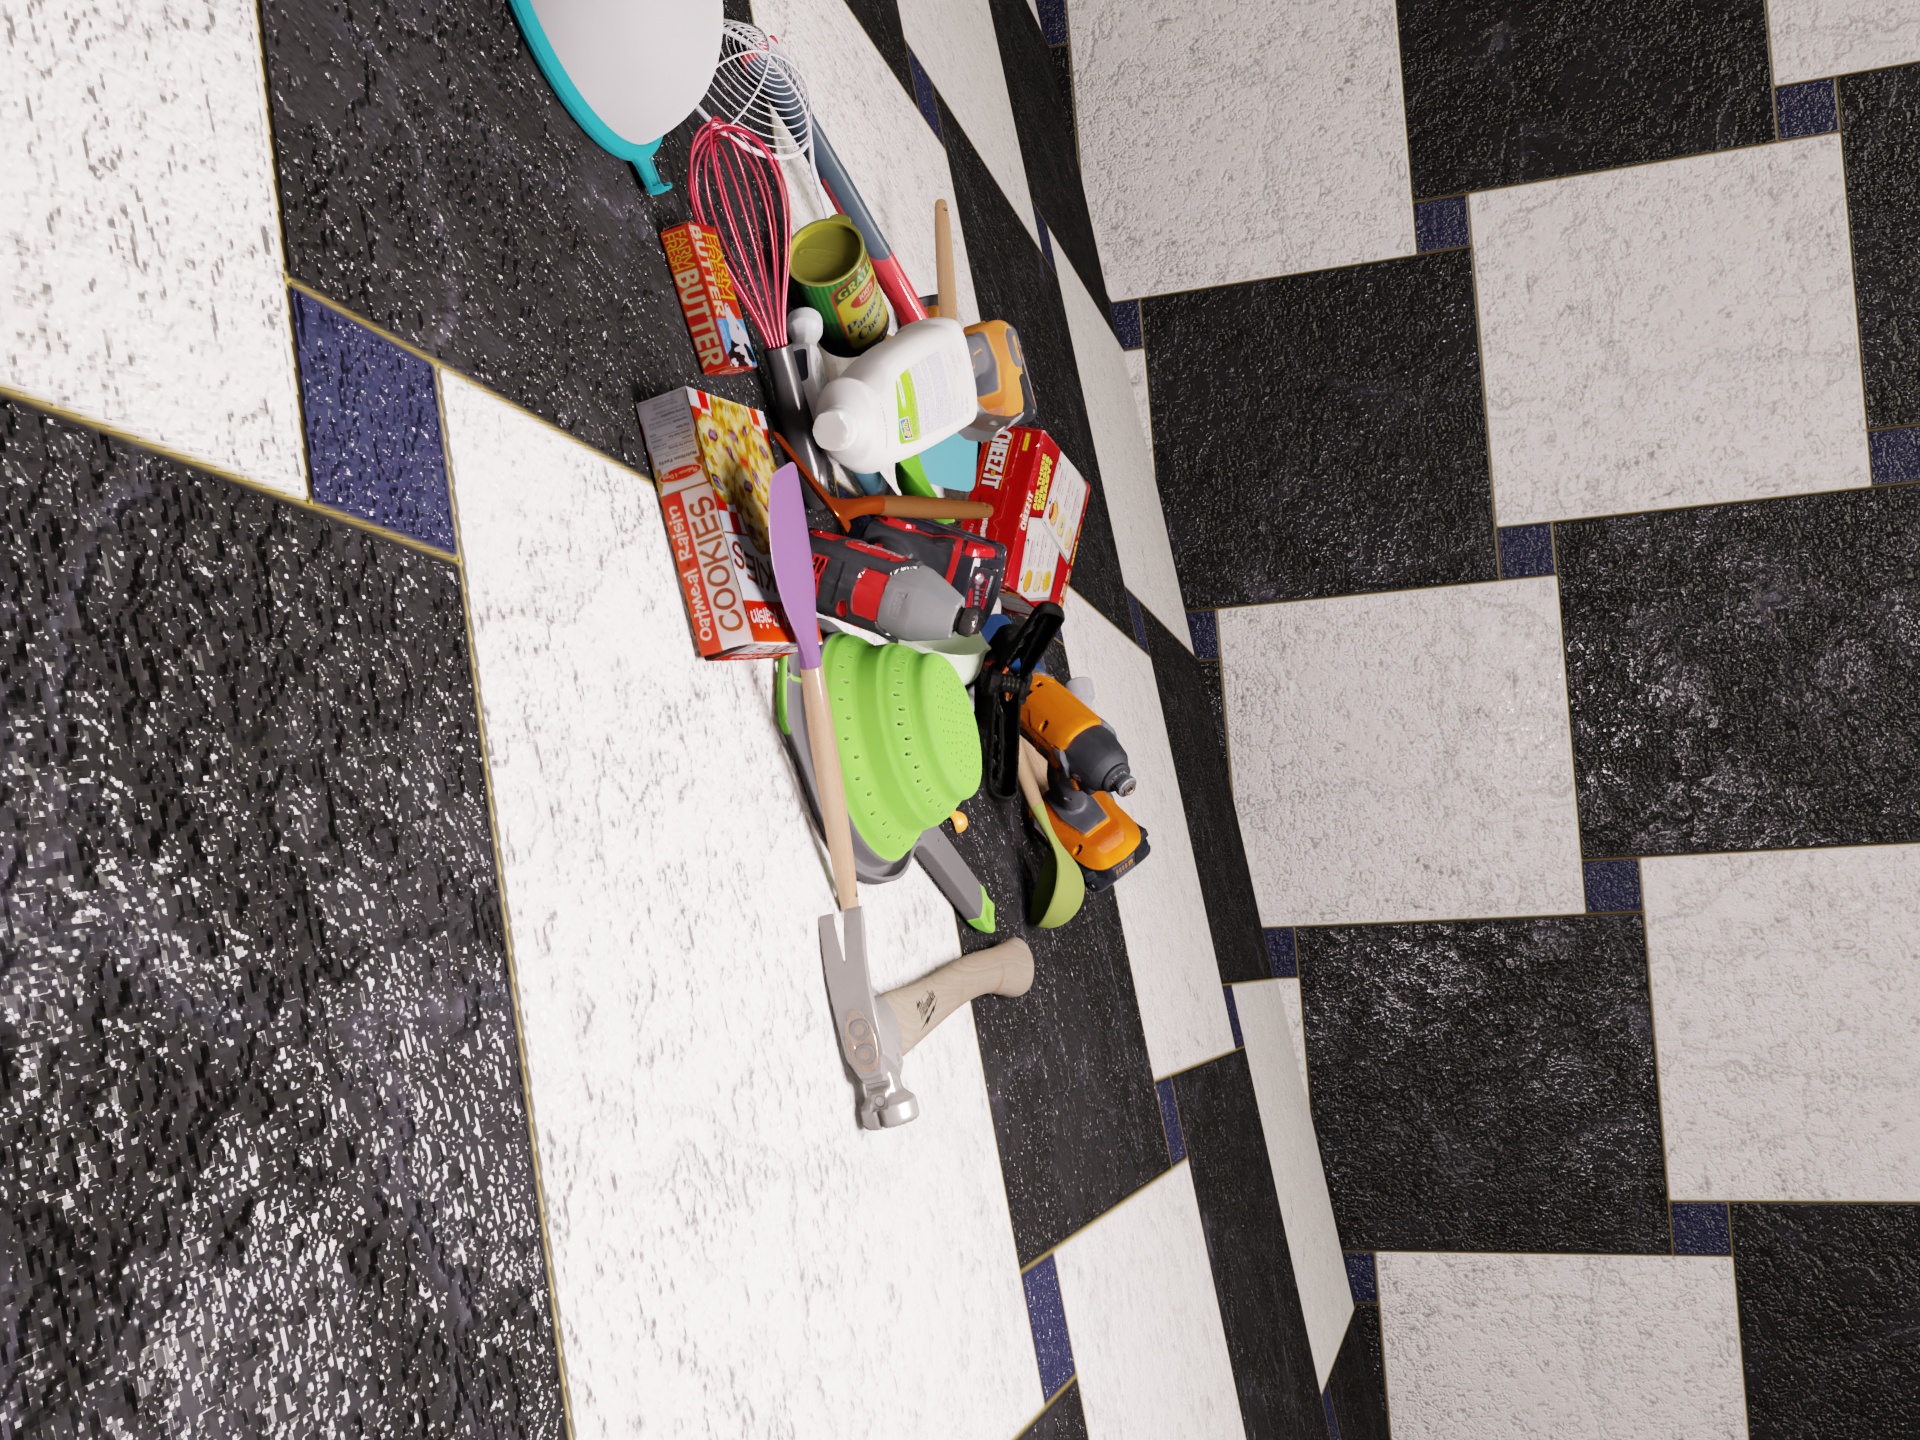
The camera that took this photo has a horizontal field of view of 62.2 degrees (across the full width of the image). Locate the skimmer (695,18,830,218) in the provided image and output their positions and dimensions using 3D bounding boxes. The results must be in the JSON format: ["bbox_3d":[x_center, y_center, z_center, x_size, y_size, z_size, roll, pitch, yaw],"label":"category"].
[{"bbox_3d":[-0.142,-0.424,1.338,0.362,0.090,0.127,69,14,-58],"label":"skimmer"}]

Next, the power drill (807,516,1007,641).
[{"bbox_3d":[-0.038,-0.105,1.216,0.219,0.143,0.078,-37,146,-74],"label":"power drill"}]

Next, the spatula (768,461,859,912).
[{"bbox_3d":[-0.095,-0.012,1.049,0.060,0.018,0.315,-55,142,-60],"label":"spatula"}]

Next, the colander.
[{"bbox_3d":[-0.014,0.058,1.237,0.396,0.094,0.205,56,25,-49],"label":"colander"}]

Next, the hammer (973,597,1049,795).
[{"bbox_3d":[0.074,0.033,1.670,0.130,0.031,0.331,-83,154,-54],"label":"hammer"}]

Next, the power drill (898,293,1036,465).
[{"bbox_3d":[0.012,-0.353,1.712,0.226,0.084,0.185,-20,95,-69],"label":"power drill"}]

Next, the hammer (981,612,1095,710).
[{"bbox_3d":[0.095,-0.025,1.670,0.405,0.035,0.144,40,38,-68],"label":"hammer"}]

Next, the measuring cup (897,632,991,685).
[{"bbox_3d":[-0.012,-0.073,1.405,0.168,0.083,0.038,-72,175,-67],"label":"measuring cup"}]

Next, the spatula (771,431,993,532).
[{"bbox_3d":[-0.045,-0.171,1.223,0.081,0.041,0.322,52,25,14],"label":"spatula"}]

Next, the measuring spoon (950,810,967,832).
[{"bbox_3d":[-0.010,0.064,1.369,0.116,0.011,0.021,68,16,-55],"label":"measuring spoon"}]

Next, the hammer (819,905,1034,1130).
[{"bbox_3d":[-0.010,0.200,1.239,0.410,0.038,0.146,2,73,-74],"label":"hammer"}]

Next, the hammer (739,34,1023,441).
[{"bbox_3d":[-0.071,-0.416,1.398,0.386,0.038,0.143,58,-12,-23],"label":"hammer"}]

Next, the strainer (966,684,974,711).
[{"bbox_3d":[-0.002,-0.005,1.436,0.258,0.050,0.087,-50,140,-74],"label":"strainer"}]

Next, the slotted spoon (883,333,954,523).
[{"bbox_3d":[-0.050,-0.271,1.441,0.070,0.031,0.314,42,23,-36],"label":"slotted spoon"}]

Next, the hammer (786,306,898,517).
[{"bbox_3d":[-0.070,-0.198,1.379,0.330,0.033,0.128,55,25,-51],"label":"hammer"}]

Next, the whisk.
[{"bbox_3d":[-0.141,-0.299,1.190,0.073,0.073,0.295,-67,146,-65],"label":"whisk"}]

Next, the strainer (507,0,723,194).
[{"bbox_3d":[-0.234,-0.506,0.976,0.340,0.095,0.211,48,32,-61],"label":"strainer"}]

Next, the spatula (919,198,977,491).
[{"bbox_3d":[-0.018,-0.382,1.583,0.082,0.044,0.318,11,65,-30],"label":"spatula"}]

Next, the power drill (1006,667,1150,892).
[{"bbox_3d":[0.121,0.068,1.544,0.164,0.084,0.226,43,-18,37],"label":"power drill"}]

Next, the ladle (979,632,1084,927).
[{"bbox_3d":[0.051,0.059,1.502,0.078,0.062,0.320,-94,165,-65],"label":"ladle"}]
